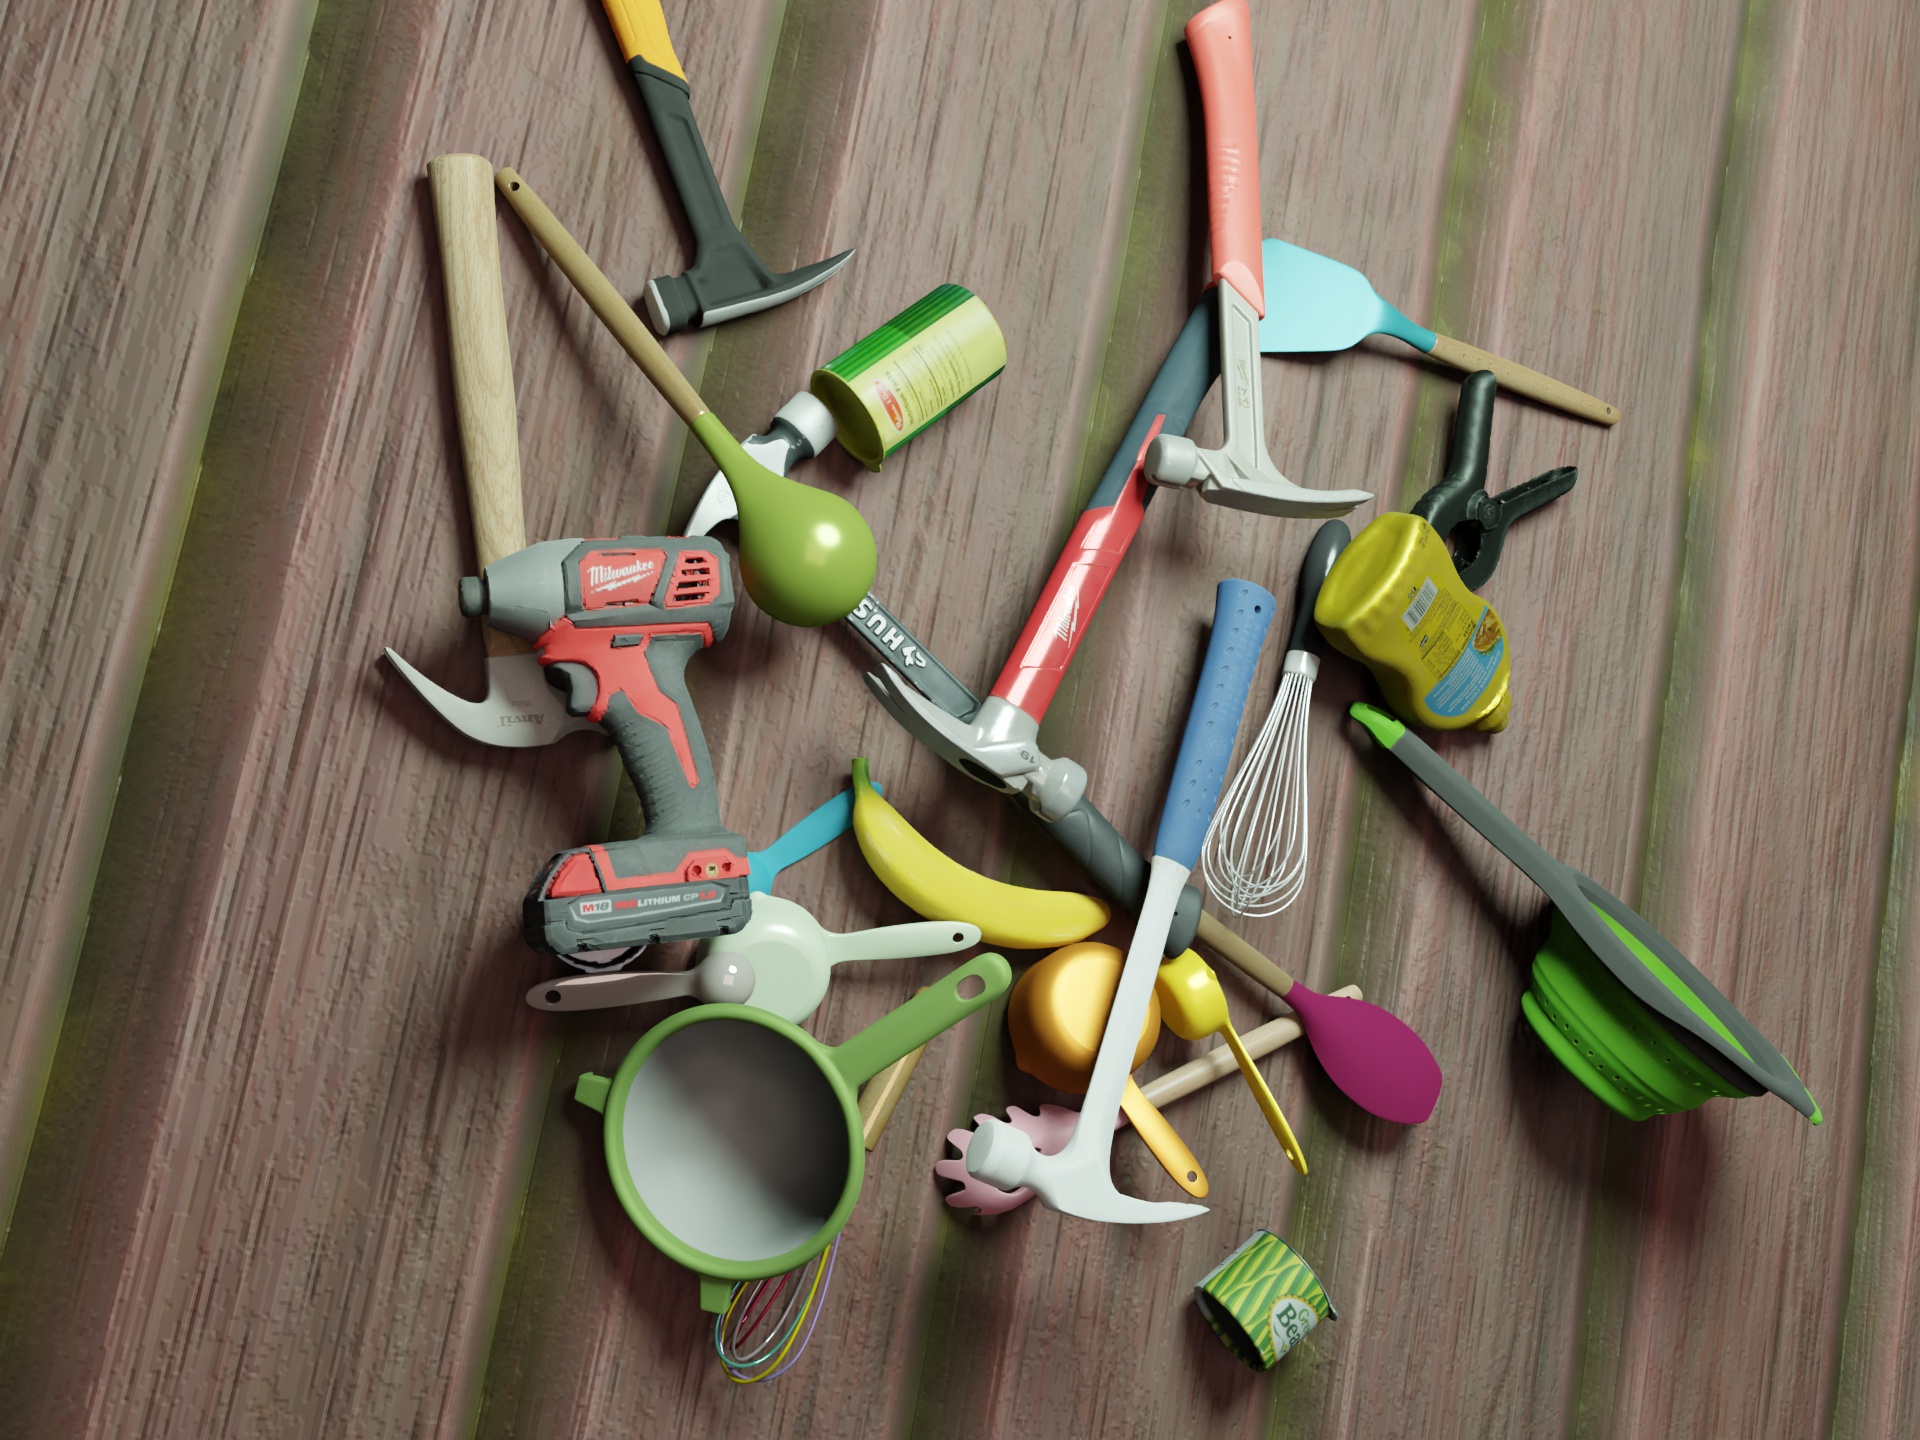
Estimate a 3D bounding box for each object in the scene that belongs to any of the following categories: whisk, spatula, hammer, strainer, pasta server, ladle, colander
[{"bbox_3d":[-0.075,0.265,0.926,0.051,0.047,0.245,34,71,-15],"label":"whisk"},{"bbox_3d":[0.346,-0.260,1.134,0.317,0.044,0.082,14,81,-24],"label":"spatula"},{"bbox_3d":[0.082,-0.135,0.983,0.143,0.038,0.386,34,66,-15],"label":"hammer"},{"bbox_3d":[-0.075,0.198,0.875,0.256,0.069,0.151,-35,84,11],"label":"strainer"},{"bbox_3d":[0.217,-0.005,1.051,0.070,0.070,0.285,23,73,-18],"label":"whisk"},{"bbox_3d":[-0.178,-0.402,0.934,0.127,0.034,0.337,-22,94,-20],"label":"hammer"},{"bbox_3d":[0.130,0.233,1.014,0.316,0.040,0.060,-20,93,-25],"label":"pasta server"},{"bbox_3d":[-0.002,-0.003,0.961,0.409,0.036,0.149,45,74,-9],"label":"hammer"},{"bbox_3d":[0.187,-0.306,1.030,0.149,0.036,0.359,6,73,-20],"label":"hammer"},{"bbox_3d":[0.128,0.099,0.956,0.144,0.035,0.406,27,67,-19],"label":"hammer"},{"bbox_3d":[-0.161,-0.186,0.901,0.078,0.062,0.320,-38,84,-6],"label":"ladle"},{"bbox_3d":[-0.264,-0.149,0.884,0.130,0.031,0.331,-6,88,-22],"label":"hammer"},{"bbox_3d":[0.392,0.147,1.083,0.397,0.204,0.094,42,107,3],"label":"colander"}]

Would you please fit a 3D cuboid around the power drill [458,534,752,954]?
[{"bbox_3d":[-0.187,0.010,0.846,0.143,0.078,0.220,-4,84,-23],"label":"power drill"}]

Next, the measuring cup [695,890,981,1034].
[{"bbox_3d":[-0.067,0.138,0.914,0.167,0.038,0.083,-5,106,-9],"label":"measuring cup"}]

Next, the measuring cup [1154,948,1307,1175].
[{"bbox_3d":[0.164,0.215,0.986,0.029,0.062,0.157,-22,67,-17],"label":"measuring cup"}]

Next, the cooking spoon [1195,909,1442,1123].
[{"bbox_3d":[0.192,0.159,1.031,0.318,0.017,0.069,37,63,-9],"label":"cooking spoon"}]

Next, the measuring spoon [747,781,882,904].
[{"bbox_3d":[-0.095,0.073,0.938,0.128,0.021,0.042,-35,99,-20],"label":"measuring spoon"}]

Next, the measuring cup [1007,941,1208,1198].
[{"bbox_3d":[0.103,0.212,0.961,0.095,0.052,0.174,-32,79,-28],"label":"measuring cup"}]

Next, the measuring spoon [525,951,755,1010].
[{"bbox_3d":[-0.174,0.148,0.866,0.124,0.018,0.034,-3,107,-10],"label":"measuring spoon"}]
